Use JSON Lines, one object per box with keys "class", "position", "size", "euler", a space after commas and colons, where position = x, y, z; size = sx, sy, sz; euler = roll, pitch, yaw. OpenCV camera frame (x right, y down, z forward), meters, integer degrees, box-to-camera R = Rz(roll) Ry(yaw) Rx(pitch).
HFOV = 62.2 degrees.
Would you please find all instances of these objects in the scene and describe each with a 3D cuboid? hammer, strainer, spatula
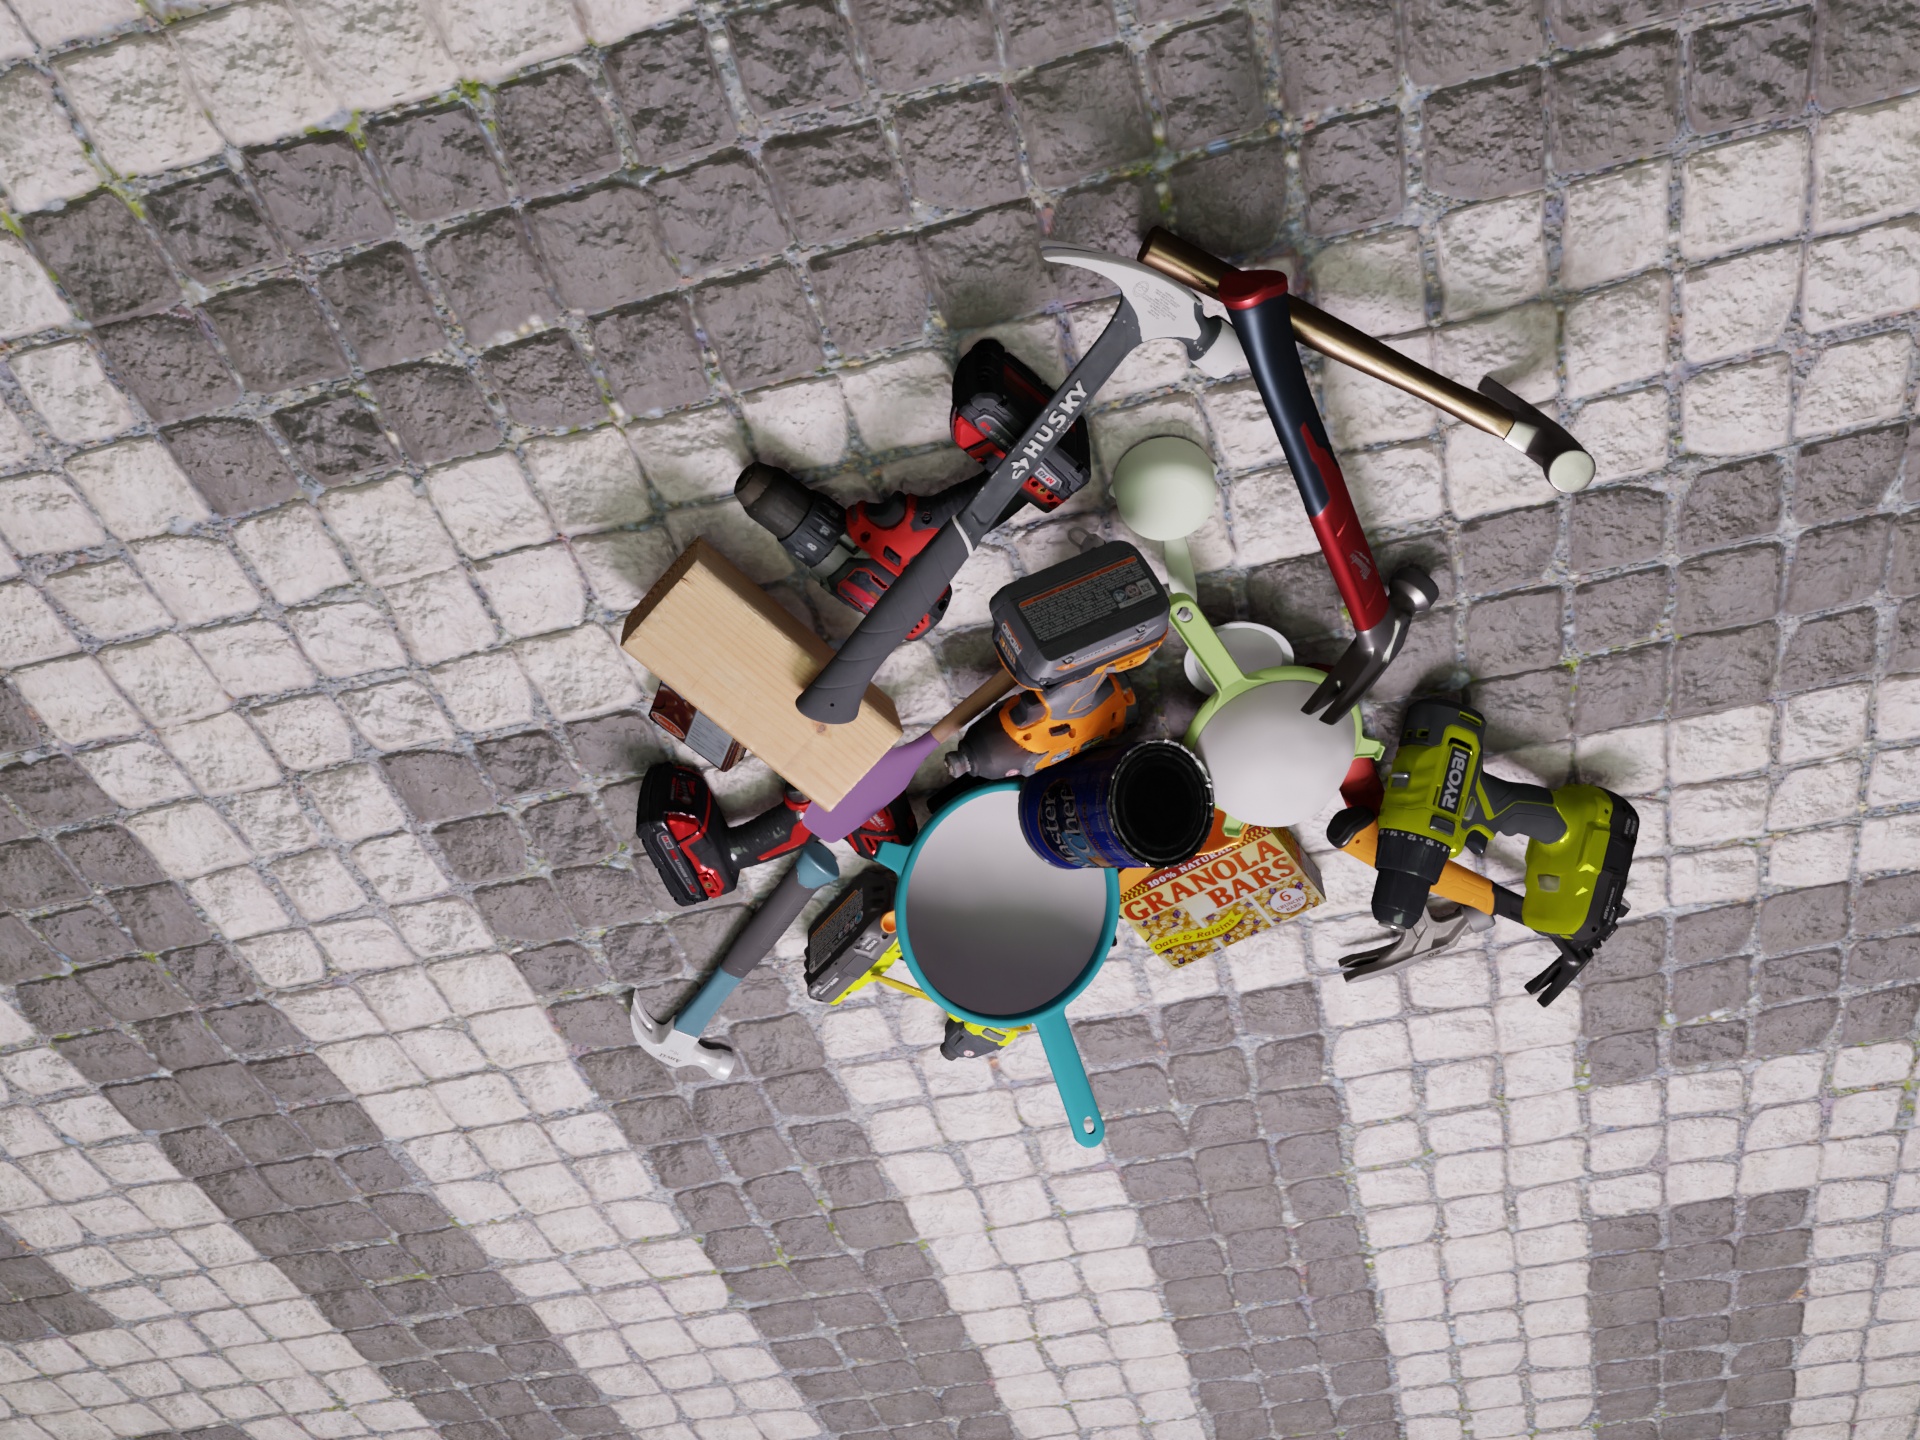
{"class": "hammer", "position": [0.242, -0.151, 1.104], "size": [0.143, 0.038, 0.385], "euler": [-50, 138, -11]}
{"class": "hammer", "position": [0.356, 0.093, 1.401], "size": [0.149, 0.037, 0.358], "euler": [-24, 125, 11]}
{"class": "hammer", "position": [0.009, -0.145, 1.096], "size": [0.149, 0.036, 0.409], "euler": [30, 117, -22]}
{"class": "hammer", "position": [-0.209, 0.229, 1.517], "size": [0.128, 0.033, 0.331], "euler": [25, 125, -21]}
{"class": "strainer", "position": [0.174, -0.084, 1.239], "size": [0.258, 0.050, 0.087], "euler": [32, 130, -32]}
{"class": "strainer", "position": [0.230, 0.002, 1.245], "size": [0.151, 0.069, 0.256], "euler": [-31, 127, 13]}
{"class": "strainer", "position": [0.048, 0.214, 1.400], "size": [0.211, 0.095, 0.340], "euler": [-24, 102, -21]}
{"class": "spatula", "position": [-0.002, -0.004, 1.288], "size": [0.316, 0.018, 0.059], "euler": [-38, 131, 10]}
{"class": "hammer", "position": [0.449, 0.156, 1.414], "size": [0.336, 0.034, 0.127], "euler": [24, 109, -27]}
{"class": "hammer", "position": [0.273, -0.253, 1.085], "size": [0.331, 0.130, 0.031], "euler": [25, 115, -6]}

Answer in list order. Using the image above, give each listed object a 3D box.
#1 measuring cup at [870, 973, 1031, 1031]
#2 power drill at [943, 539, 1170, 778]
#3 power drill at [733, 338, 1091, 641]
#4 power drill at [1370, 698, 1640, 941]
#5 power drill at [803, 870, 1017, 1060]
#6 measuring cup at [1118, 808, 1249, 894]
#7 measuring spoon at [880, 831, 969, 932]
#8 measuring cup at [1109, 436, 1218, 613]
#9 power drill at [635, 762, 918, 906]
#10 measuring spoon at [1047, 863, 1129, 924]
{"class": "measuring cup", "position": [-0.006, 0.246, 1.444], "size": [0.156, 0.029, 0.062], "euler": [21, 157, -10]}
{"class": "power drill", "position": [0.067, -0.029, 1.204], "size": [0.164, 0.084, 0.226], "euler": [-23, 158, -14]}
{"class": "power drill", "position": [-0.036, -0.173, 1.163], "size": [0.187, 0.080, 0.226], "euler": [36, 124, -25]}
{"class": "power drill", "position": [0.447, 0.106, 1.335], "size": [0.228, 0.190, 0.080], "euler": [21, 170, -22]}
{"class": "power drill", "position": [-0.030, 0.243, 1.503], "size": [0.223, 0.080, 0.171], "euler": [28, 123, -25]}
{"class": "measuring cup", "position": [0.179, 0.093, 1.396], "size": [0.095, 0.052, 0.173], "euler": [30, 125, -23]}
{"class": "measuring spoon", "position": [-0.032, 0.143, 1.416], "size": [0.117, 0.011, 0.021], "euler": [-48, 121, -18]}
{"class": "measuring cup", "position": [0.164, -0.136, 1.214], "size": [0.083, 0.038, 0.167], "euler": [-11, 130, 8]}
{"class": "power drill", "position": [-0.158, 0.074, 1.364], "size": [0.219, 0.079, 0.143], "euler": [-14, 128, 7]}
{"class": "measuring spoon", "position": [0.123, 0.158, 1.469], "size": [0.034, 0.018, 0.124], "euler": [-32, 124, 23]}
